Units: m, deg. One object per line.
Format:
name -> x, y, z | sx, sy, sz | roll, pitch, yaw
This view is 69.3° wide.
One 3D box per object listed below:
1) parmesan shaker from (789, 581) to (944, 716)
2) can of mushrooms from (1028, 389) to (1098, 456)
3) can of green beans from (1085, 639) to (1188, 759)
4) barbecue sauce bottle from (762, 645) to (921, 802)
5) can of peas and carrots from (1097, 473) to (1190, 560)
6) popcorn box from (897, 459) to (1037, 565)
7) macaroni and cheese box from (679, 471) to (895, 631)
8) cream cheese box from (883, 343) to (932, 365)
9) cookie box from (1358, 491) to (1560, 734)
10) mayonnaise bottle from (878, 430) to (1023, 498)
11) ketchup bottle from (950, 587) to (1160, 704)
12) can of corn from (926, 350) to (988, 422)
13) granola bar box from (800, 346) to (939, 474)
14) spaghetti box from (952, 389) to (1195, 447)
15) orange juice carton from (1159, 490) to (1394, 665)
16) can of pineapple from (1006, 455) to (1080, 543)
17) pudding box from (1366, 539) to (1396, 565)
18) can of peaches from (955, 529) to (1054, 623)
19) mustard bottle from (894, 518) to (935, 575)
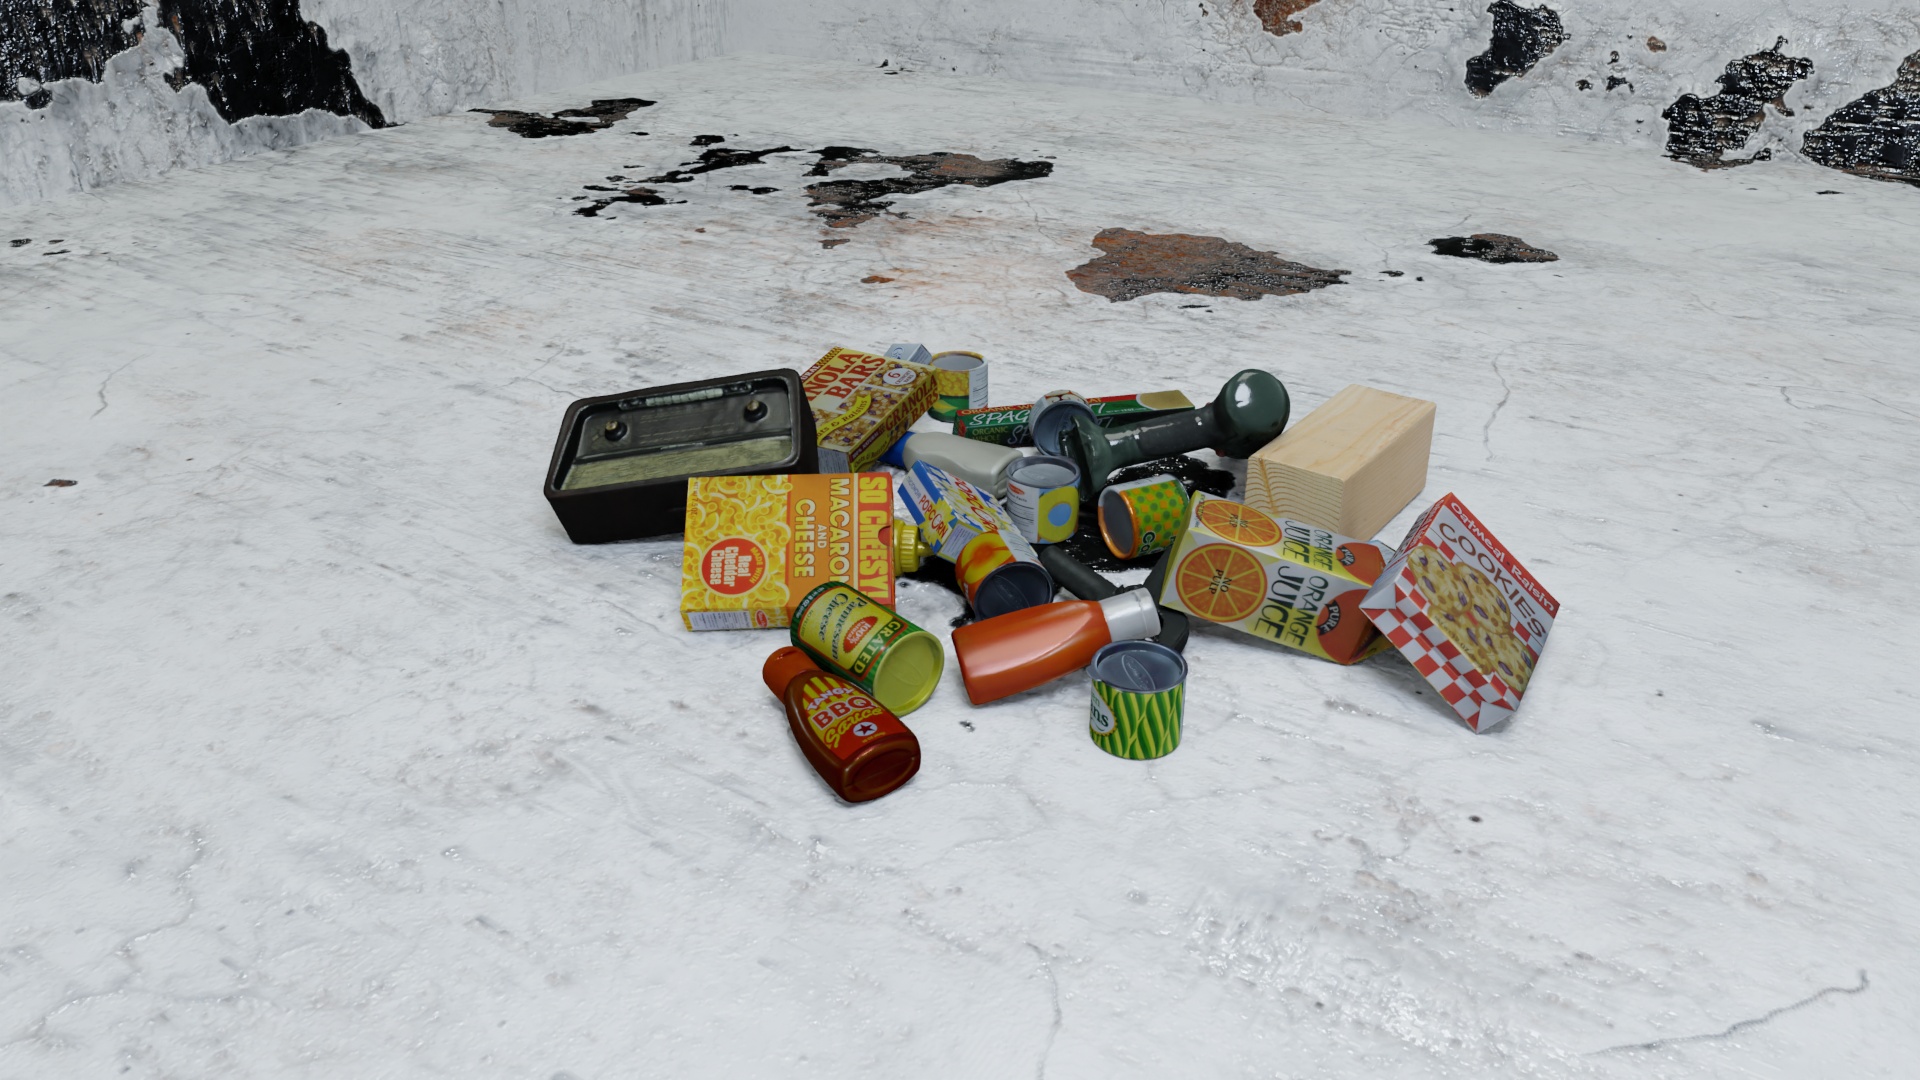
parmesan shaker -> -0.072, 0.080, 1.020 | 0.071, 0.071, 0.103 | -23, 35, -36
can of mushrooms -> 0.104, -0.114, 1.379 | 0.071, 0.070, 0.033 | -4, 27, -7
can of green beans -> 0.123, 0.110, 0.967 | 0.071, 0.057, 0.071 | 0, 28, 0
barbecue sauce bottle -> -0.090, 0.122, 0.962 | 0.065, 0.043, 0.149 | -20, 33, -26
can of peas and carrots -> 0.160, -0.018, 1.202 | 0.059, 0.070, 0.071 | -12, 30, -21
popcorn box -> 0.004, -0.015, 1.183 | 0.085, 0.038, 0.127 | 26, 16, -28
macaroni and cheese box -> -0.136, 0.008, 1.118 | 0.166, 0.040, 0.124 | -2, 61, -2
cream cheese box -> -0.078, -0.163, 1.452 | 0.053, 0.024, 0.104 | 8, 55, 50
cookie box -> 0.374, 0.049, 1.033 | 0.123, 0.040, 0.168 | 47, 41, 4
mayonnaise bottle -> -0.015, -0.078, 1.340 | 0.148, 0.041, 0.065 | 16, 32, 30
ketchup bottle -> 0.070, 0.072, 1.019 | 0.149, 0.043, 0.065 | -17, 38, -2
can of corn -> -0.006, -0.165, 1.481 | 0.071, 0.058, 0.071 | 0, 28, 0
granola bar box -> -0.114, -0.125, 1.351 | 0.124, 0.038, 0.166 | 15, 41, 25
spaghetti box -> 0.118, -0.124, 1.435 | 0.250, 0.028, 0.050 | -6, 28, -12
orange juice carton -> 0.259, 0.034, 1.073 | 0.193, 0.072, 0.072 | 18, 29, 5
can of pineapple -> 0.075, -0.037, 1.243 | 0.071, 0.057, 0.071 | 0, 28, 0
pudding box -> 0.326, 0.029, 1.147 | 0.084, 0.030, 0.050 | -13, 32, -22
can of peaches -> 0.032, 0.034, 1.104 | 0.071, 0.071, 0.058 | -8, 29, -14
mustard bottle -> -0.085, 0.003, 1.177 | 0.160, 0.048, 0.066 | 3, 33, 6
